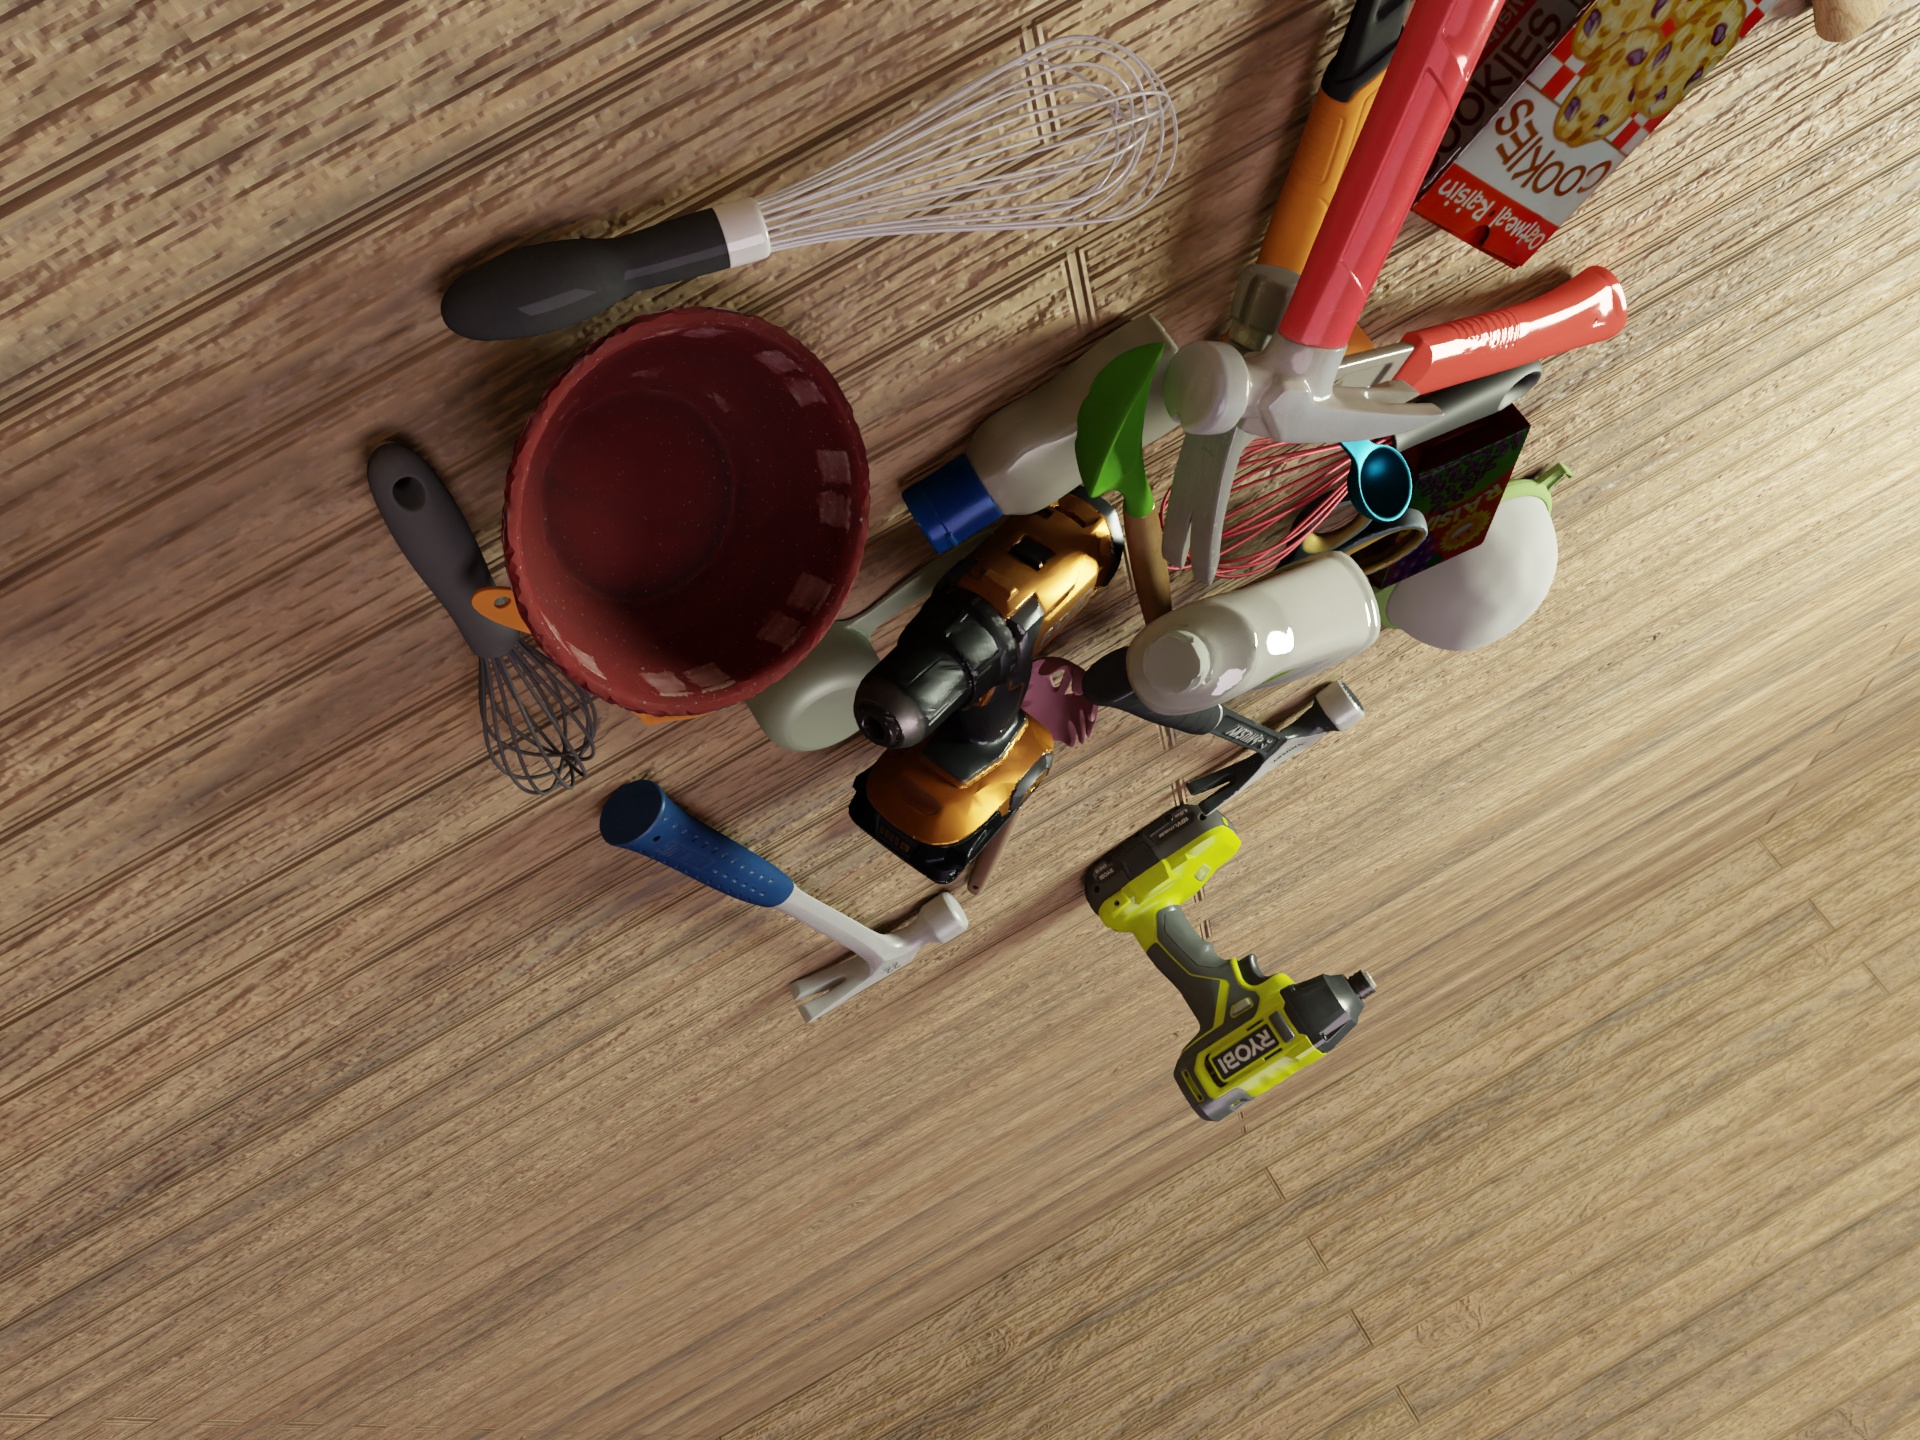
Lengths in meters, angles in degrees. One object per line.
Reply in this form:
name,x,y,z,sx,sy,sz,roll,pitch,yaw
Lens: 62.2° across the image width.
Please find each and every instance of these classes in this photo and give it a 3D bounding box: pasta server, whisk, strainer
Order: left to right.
whisk,-0.208,-0.037,0.696,0.055,0.055,0.238,-25,148,-10
whisk,-0.050,-0.187,0.584,0.284,0.070,0.070,-20,152,-10
pasta server,0.038,0.049,1.089,0.040,0.060,0.316,-58,173,-34
whisk,0.229,-0.155,0.918,0.296,0.073,0.073,-27,154,-22
strainer,0.329,-0.078,1.128,0.256,0.069,0.151,-24,152,-16

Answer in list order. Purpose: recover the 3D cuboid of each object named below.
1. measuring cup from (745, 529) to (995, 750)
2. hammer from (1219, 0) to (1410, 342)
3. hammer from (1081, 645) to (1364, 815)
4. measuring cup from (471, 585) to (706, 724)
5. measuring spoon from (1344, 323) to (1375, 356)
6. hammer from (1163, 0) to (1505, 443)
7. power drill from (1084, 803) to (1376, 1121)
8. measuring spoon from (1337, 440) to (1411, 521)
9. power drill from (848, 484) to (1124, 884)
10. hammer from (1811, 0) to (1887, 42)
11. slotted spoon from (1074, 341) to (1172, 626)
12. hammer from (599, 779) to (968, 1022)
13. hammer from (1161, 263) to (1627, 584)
measuring cup,-0.041,-0.041,0.855,0.167,0.038,0.083,-36,153,13
hammer,0.173,-0.267,0.691,0.127,0.034,0.336,-18,151,-20
hammer,0.170,0.001,1.093,0.149,0.036,0.408,-37,159,17
measuring cup,-0.152,-0.053,0.713,0.095,0.052,0.173,-43,149,23
measuring spoon,0.203,-0.208,0.851,0.021,0.011,0.116,-39,155,17
hammer,0.201,-0.277,0.587,0.143,0.038,0.386,-6,132,-32
power drill,0.214,0.186,1.291,0.171,0.223,0.080,-36,153,11
measuring spoon,0.197,-0.157,0.854,0.042,0.128,0.021,-53,-156,-22
power drill,-0.001,-0.003,0.859,0.185,0.084,0.226,-45,163,-35
hammer,0.364,-0.386,0.682,0.130,0.031,0.331,-42,151,21
slotted spoon,0.089,-0.095,0.790,0.070,0.031,0.313,-63,163,-11
hammer,-0.121,0.121,1.054,0.144,0.035,0.405,-34,153,6
hammer,0.243,-0.179,0.829,0.359,0.037,0.149,-21,136,-38
